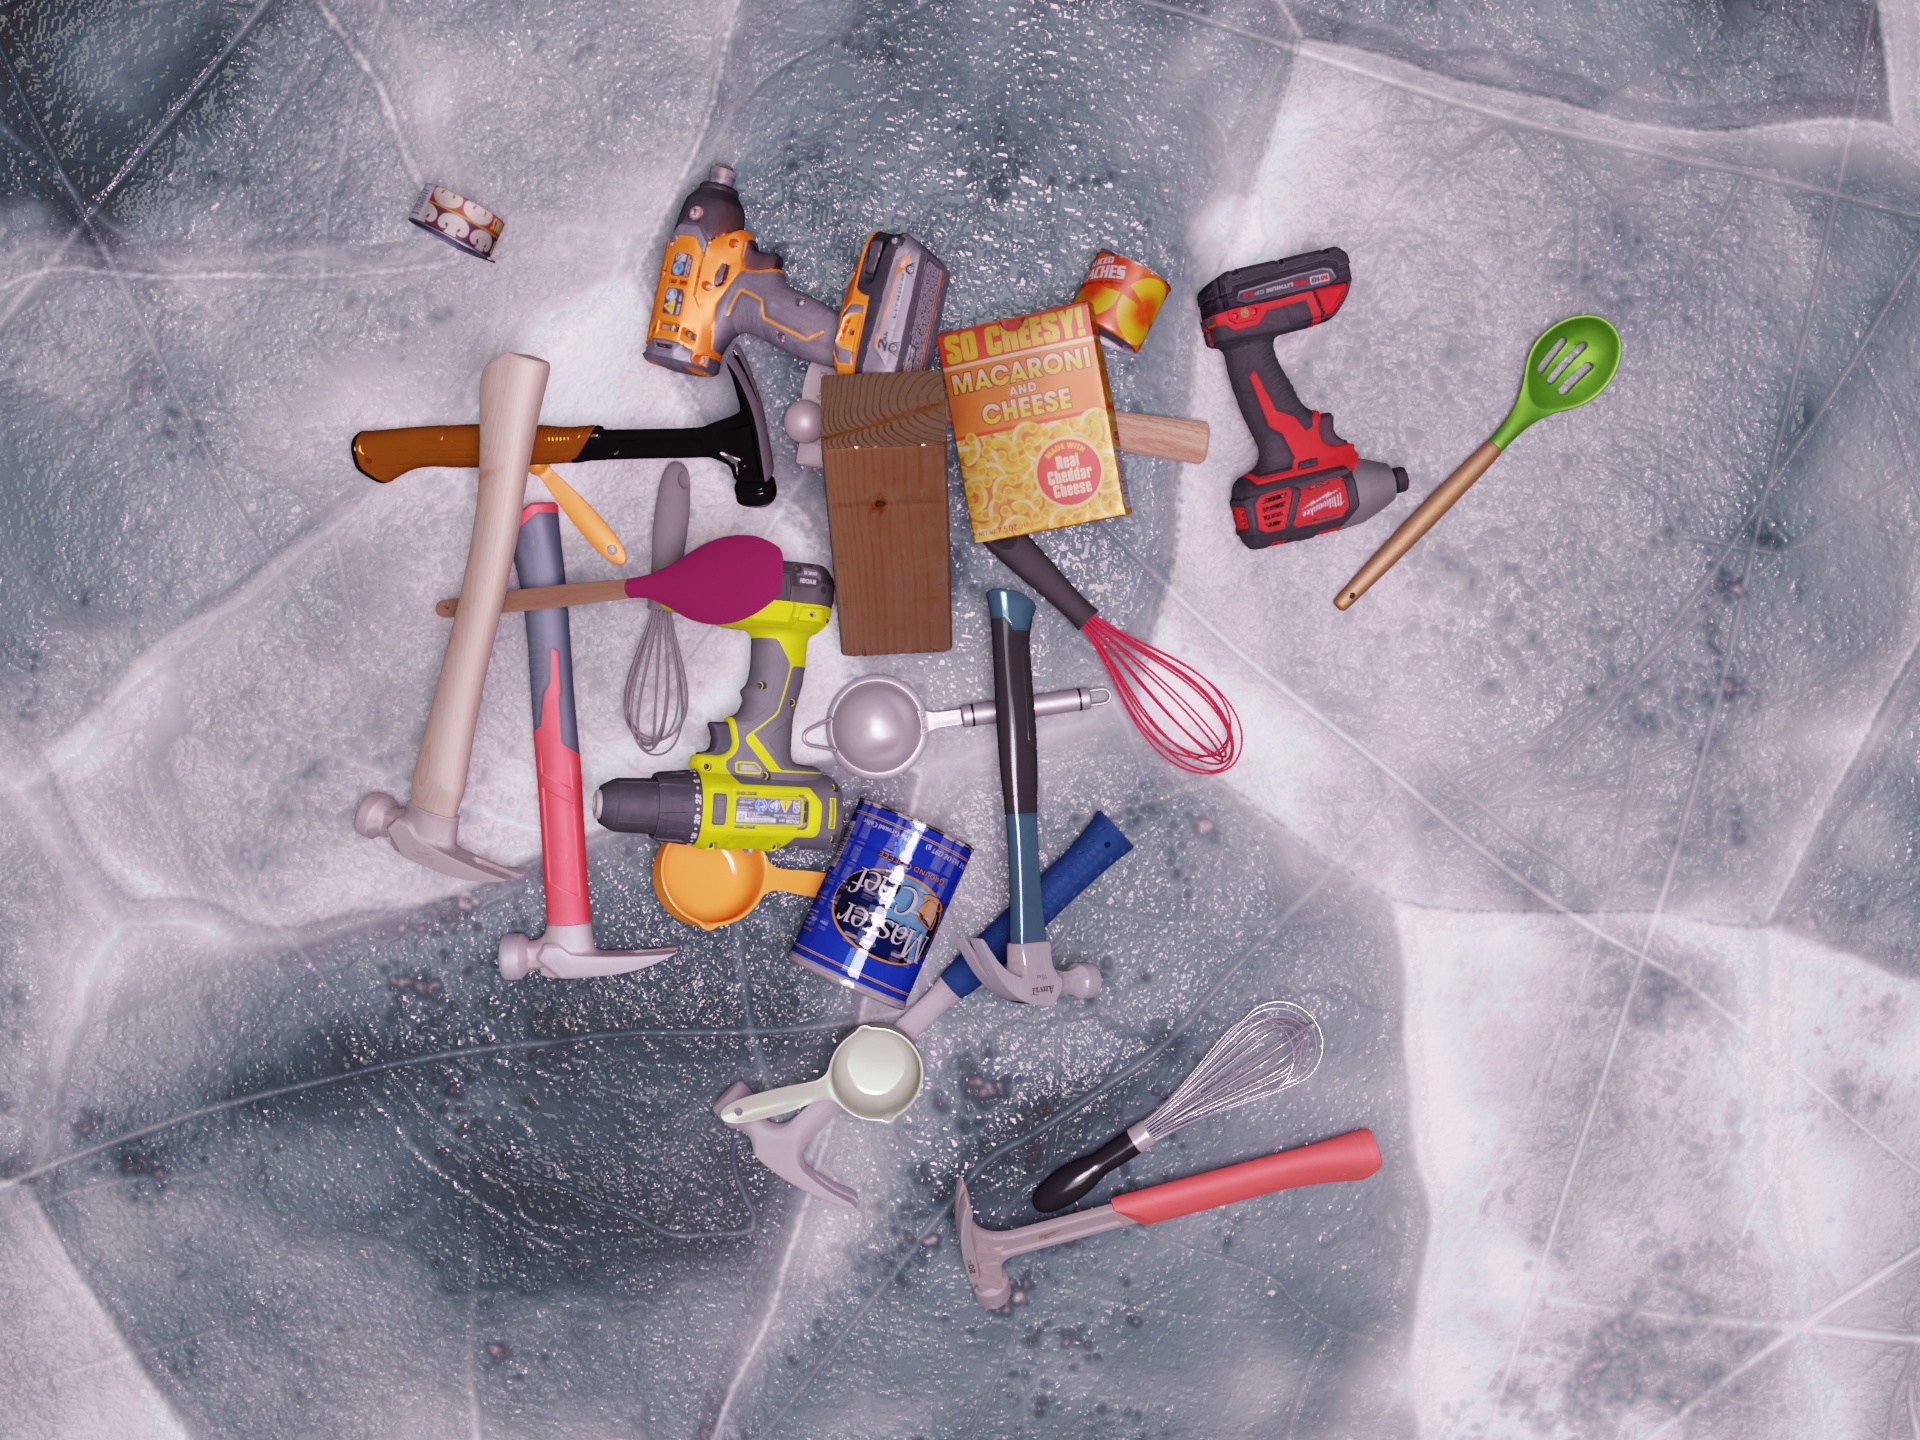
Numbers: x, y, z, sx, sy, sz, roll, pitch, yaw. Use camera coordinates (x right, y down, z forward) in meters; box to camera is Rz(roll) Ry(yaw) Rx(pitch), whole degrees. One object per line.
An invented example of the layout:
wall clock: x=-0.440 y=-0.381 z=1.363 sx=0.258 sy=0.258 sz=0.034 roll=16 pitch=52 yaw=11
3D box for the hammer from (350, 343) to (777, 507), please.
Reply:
hammer: x=-0.316 y=-0.222 z=1.241 sx=0.337 sy=0.034 sz=0.127 roll=-1 pitch=127 yaw=8

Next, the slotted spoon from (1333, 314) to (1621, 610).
slotted spoon: x=0.420 y=-0.208 z=1.312 sx=0.070 sy=0.031 sz=0.314 roll=43 pitch=94 yaw=-8

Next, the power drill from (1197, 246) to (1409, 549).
power drill: x=0.275 y=-0.258 z=1.280 sx=0.143 sy=0.078 sz=0.219 roll=-13 pitch=98 yaw=-1

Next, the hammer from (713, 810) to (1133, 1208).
hammer: x=-0.012 y=0.234 z=1.324 sx=0.405 sy=0.035 sz=0.144 roll=-44 pitch=94 yaw=1

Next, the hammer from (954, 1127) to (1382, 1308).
hammer: x=0.174 y=0.393 z=1.320 sx=0.359 sy=0.037 sz=0.149 roll=-13 pitch=127 yaw=-5

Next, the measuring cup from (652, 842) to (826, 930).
measuring cup: x=-0.168 y=0.131 z=1.305 sx=0.173 sy=0.052 sz=0.095 roll=11 pitch=75 yaw=-24

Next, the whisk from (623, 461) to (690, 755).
whisk: x=-0.239 y=-0.091 z=1.287 sx=0.055 sy=0.055 sz=0.239 roll=5 pitch=89 yaw=-3

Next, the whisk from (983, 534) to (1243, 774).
whisk: x=0.118 y=-0.067 z=1.298 sx=0.296 sy=0.073 sz=0.073 roll=45 pitch=91 yaw=1

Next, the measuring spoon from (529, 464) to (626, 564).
measuring spoon: x=-0.312 y=-0.172 z=1.292 sx=0.021 sy=0.011 sz=0.117 roll=-40 pitch=95 yaw=1

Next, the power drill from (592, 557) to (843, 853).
power drill: x=-0.185 y=-0.011 z=1.245 sx=0.190 sy=0.080 sz=0.228 roll=4 pitch=87 yaw=-23

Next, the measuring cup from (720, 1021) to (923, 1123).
measuring cup: x=-0.111 y=0.294 z=1.288 sx=0.167 sy=0.038 sz=0.083 roll=-16 pitch=94 yaw=1

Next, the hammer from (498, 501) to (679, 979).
hammer: x=-0.313 y=0.016 z=1.294 sx=0.143 sy=0.038 sz=0.386 roll=-3 pitch=94 yaw=-3

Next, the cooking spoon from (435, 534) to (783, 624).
cooking spoon: x=-0.275 y=-0.099 z=1.218 sx=0.319 sy=0.017 sz=0.069 roll=-4 pitch=77 yaw=24

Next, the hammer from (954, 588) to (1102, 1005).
hammer: x=0.048 y=0.061 z=1.264 sx=0.128 sy=0.033 sz=0.331 roll=0 pitch=84 yaw=-39

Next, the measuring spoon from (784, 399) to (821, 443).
measuring spoon: x=-0.078 y=-0.232 z=1.262 sx=0.124 sy=0.018 sz=0.034 roll=6 pitch=95 yaw=-4

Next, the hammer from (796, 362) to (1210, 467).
hammer: x=0.038 y=-0.251 z=1.291 sx=0.331 sy=0.031 sz=0.130 roll=7 pitch=94 yaw=-3

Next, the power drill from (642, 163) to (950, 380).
power drill: x=-0.129 y=-0.338 z=1.230 sx=0.226 sy=0.084 sz=0.164 roll=14 pitch=94 yaw=18

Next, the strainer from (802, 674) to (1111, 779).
strainer: x=-0.002 y=-0.004 z=1.305 sx=0.258 sy=0.050 sz=0.087 roll=-8 pitch=91 yaw=-5

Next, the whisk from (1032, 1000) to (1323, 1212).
whisk: x=0.179 y=0.331 z=1.330 sx=0.284 sy=0.070 sz=0.070 roll=-36 pitch=95 yaw=6

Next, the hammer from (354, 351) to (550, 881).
hammer: x=-0.366 y=-0.076 z=1.230 sx=0.146 sy=0.038 sz=0.410 roll=20 pitch=104 yaw=15
